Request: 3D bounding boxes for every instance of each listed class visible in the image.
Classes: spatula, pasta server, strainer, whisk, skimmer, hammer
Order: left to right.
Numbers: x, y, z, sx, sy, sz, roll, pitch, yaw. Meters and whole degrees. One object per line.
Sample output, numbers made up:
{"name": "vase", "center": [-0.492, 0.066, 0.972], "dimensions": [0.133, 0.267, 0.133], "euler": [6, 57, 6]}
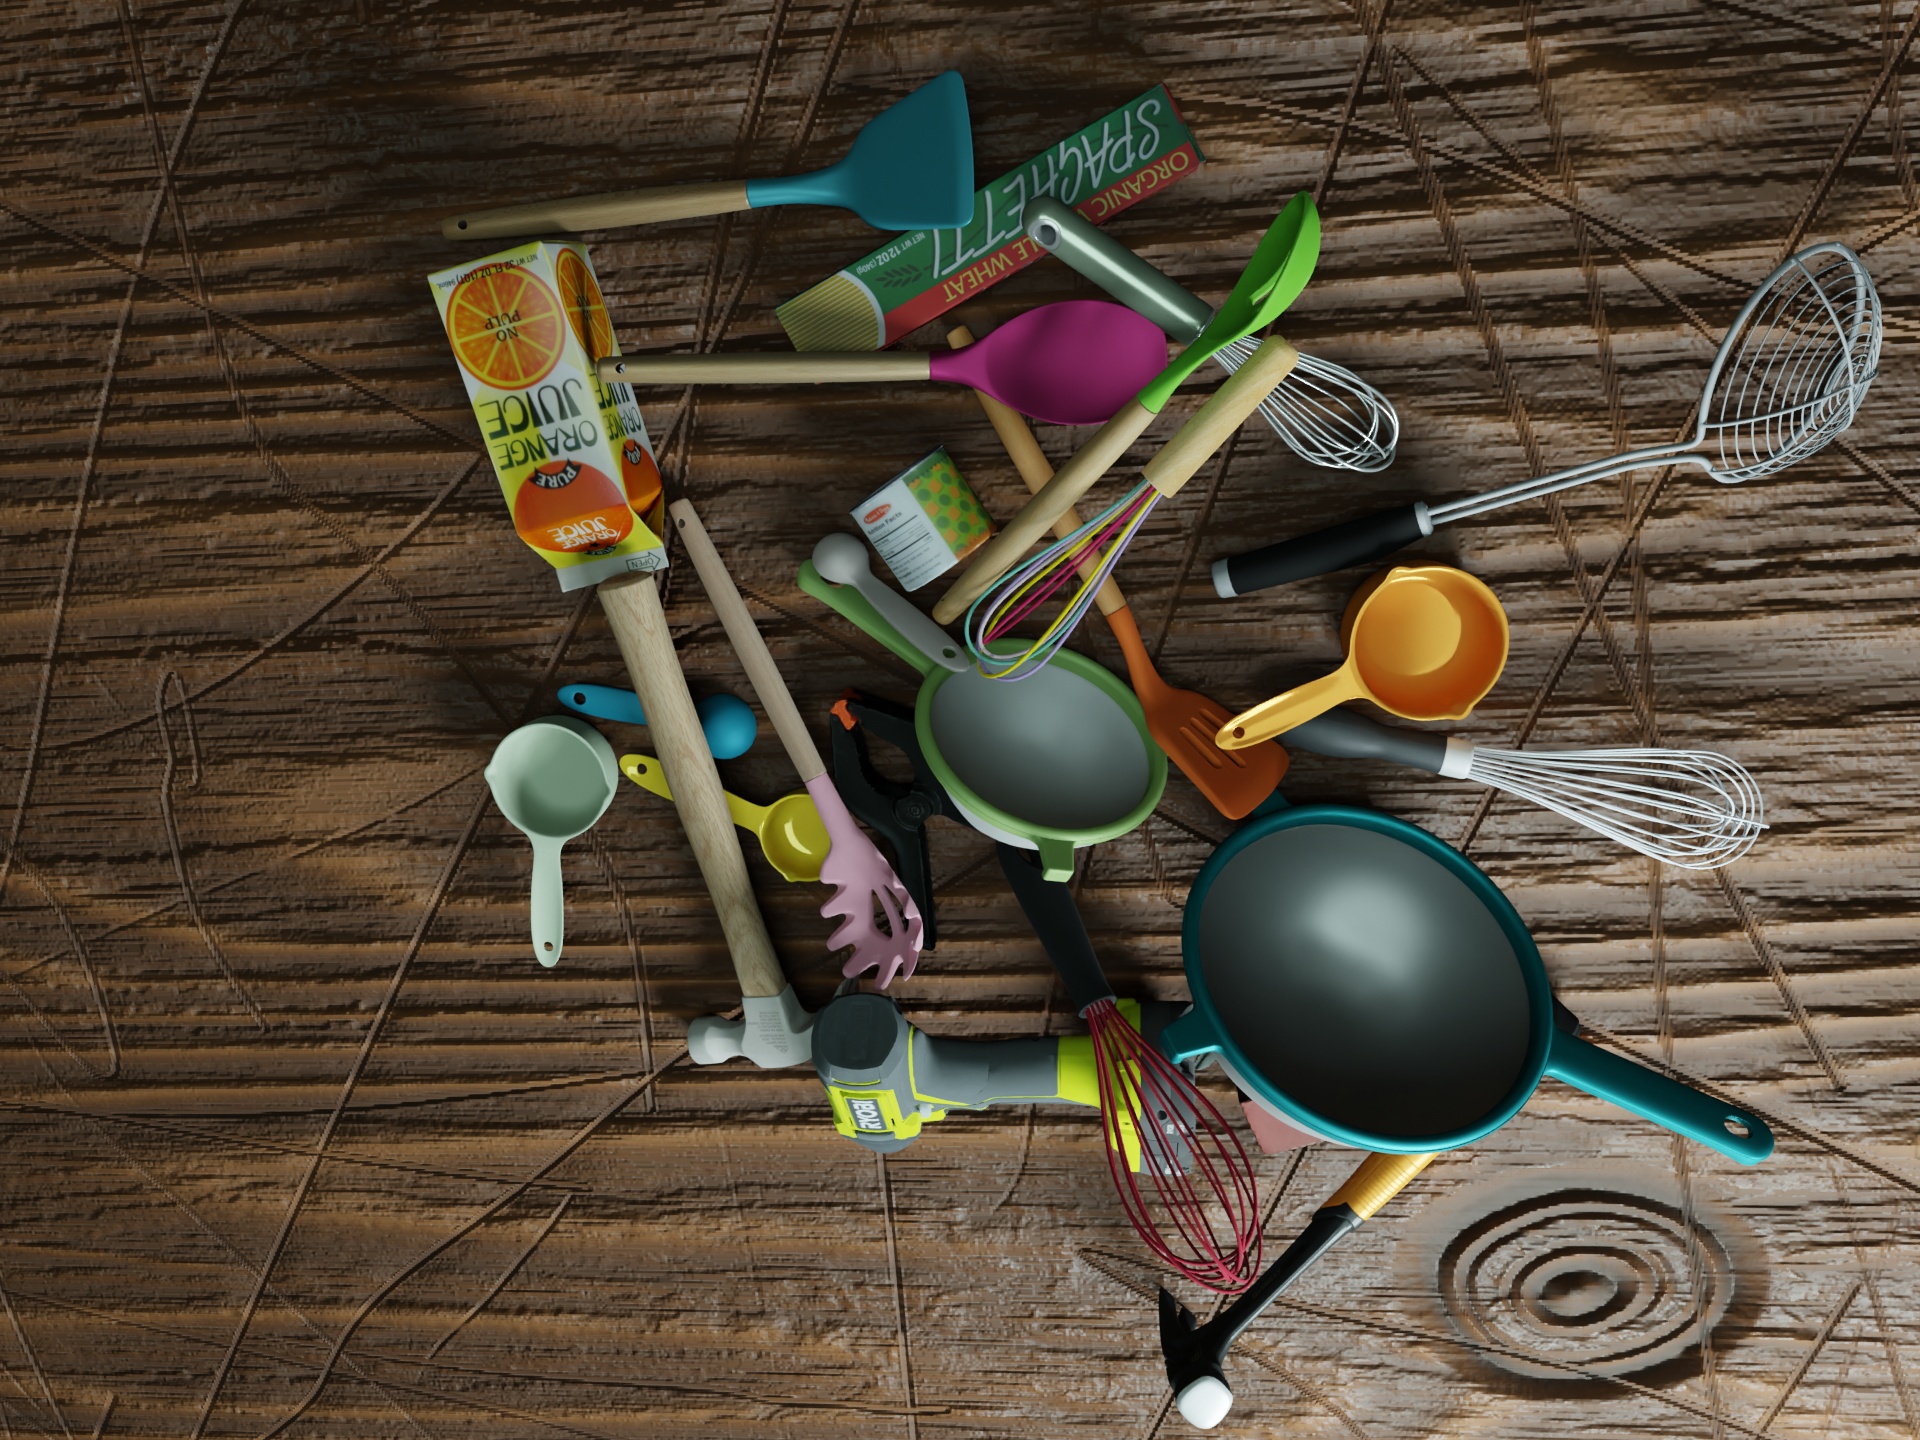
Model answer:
{"name": "spatula", "center": [-0.146, -0.297, 0.891], "dimensions": [0.317, 0.044, 0.082], "euler": [-4, 95, 10]}
{"name": "hammer", "center": [-0.151, 0.067, 0.975], "dimensions": [0.130, 0.031, 0.331], "euler": [-7, 110, 24]}
{"name": "pasta server", "center": [-0.103, 0.012, 0.954], "dimensions": [0.060, 0.040, 0.316], "euler": [-26, 92, 26]}
{"name": "strainer", "center": [-0.001, -0.003, 0.940], "dimensions": [0.256, 0.151, 0.069], "euler": [36, 137, 15]}
{"name": "spatula", "center": [0.085, -0.089, 0.921], "dimensions": [0.041, 0.081, 0.322], "euler": [-25, 99, 45]}
{"name": "whisk", "center": [0.085, 0.176, 0.882], "dimensions": [0.073, 0.073, 0.296], "euler": [-35, 59, 15]}
{"name": "whisk", "center": [0.089, -0.115, 0.869], "dimensions": [0.051, 0.047, 0.245], "euler": [42, 107, -4]}
{"name": "whisk", "center": [0.138, -0.211, 0.867], "dimensions": [0.246, 0.059, 0.057], "euler": [32, 145, -9]}
{"name": "hammer", "center": [0.252, 0.293, 0.996], "dimensions": [0.034, 0.127, 0.337], "euler": [43, 97, -5]}
{"name": "strainer", "center": [0.276, 0.184, 0.902], "dimensions": [0.340, 0.211, 0.095], "euler": [23, 143, 4]}
{"name": "whisk", "center": [0.320, 0.029, 0.925], "dimensions": [0.284, 0.070, 0.070], "euler": [13, 107, 9]}
{"name": "skimmer", "center": [0.312, -0.150, 0.876], "dimensions": [0.363, 0.090, 0.127], "euler": [-16, 141, 23]}

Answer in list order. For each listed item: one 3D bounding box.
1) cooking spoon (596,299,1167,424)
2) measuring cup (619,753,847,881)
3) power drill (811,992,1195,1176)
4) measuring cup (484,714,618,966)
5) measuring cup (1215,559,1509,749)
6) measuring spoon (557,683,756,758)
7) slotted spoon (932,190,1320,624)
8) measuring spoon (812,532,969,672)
{"name": "cooking spoon", "center": [-0.043, -0.199, 0.891], "dimensions": [0.319, 0.017, 0.068], "euler": [-1, 102, -2]}
{"name": "measuring cup", "center": [-0.140, 0.051, 1.003], "dimensions": [0.156, 0.029, 0.062], "euler": [22, 107, 7]}
{"name": "power drill", "center": [0.030, 0.227, 0.981], "dimensions": [0.223, 0.080, 0.171], "euler": [0, 146, 6]}
{"name": "measuring cup", "center": [-0.258, 0.076, 1.017], "dimensions": [0.083, 0.038, 0.167], "euler": [7, 109, 5]}
{"name": "measuring cup", "center": [0.224, -0.030, 0.913], "dimensions": [0.173, 0.052, 0.095], "euler": [-26, 101, 10]}
{"name": "measuring spoon", "center": [-0.192, -0.002, 0.992], "dimensions": [0.128, 0.021, 0.042], "euler": [11, 107, 3]}
{"name": "slotted spoon", "center": [0.084, -0.153, 0.856], "dimensions": [0.031, 0.070, 0.313], "euler": [34, 123, -19]}
{"name": "measuring spoon", "center": [-0.039, -0.071, 0.927], "dimensions": [0.124, 0.034, 0.018], "euler": [42, 147, 20]}
